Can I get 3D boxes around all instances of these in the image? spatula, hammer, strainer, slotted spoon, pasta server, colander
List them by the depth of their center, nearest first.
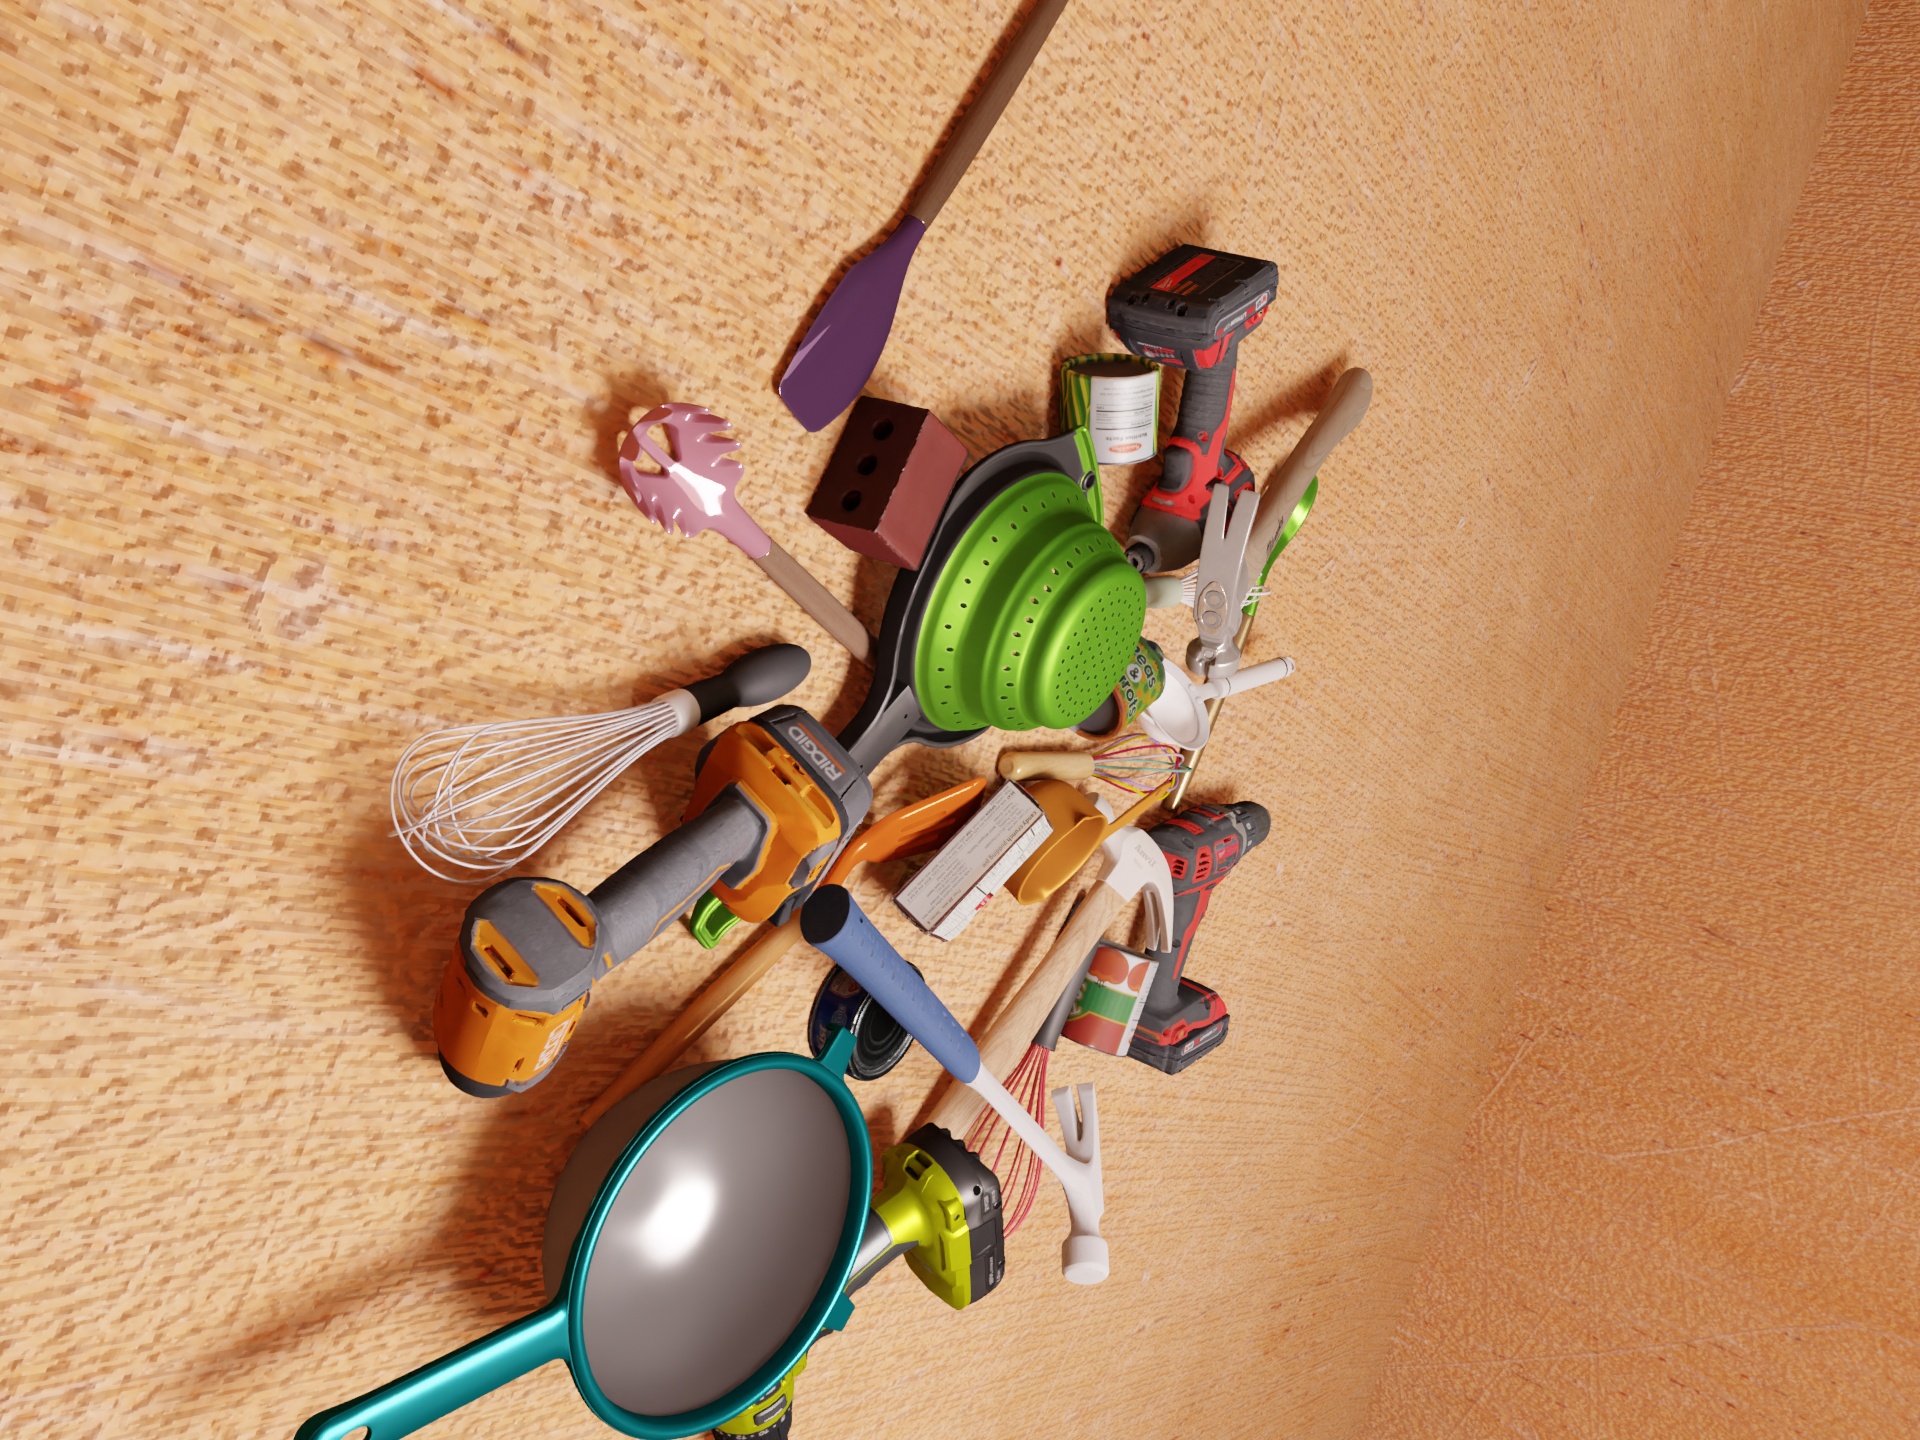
[{"bbox_3d":[-0.196,0.284,0.831,0.340,0.095,0.211,-14,111,-46],"label":"strainer"},{"bbox_3d":[-0.091,-0.078,0.864,0.060,0.040,0.316,-53,147,-5],"label":"pasta server"},{"bbox_3d":[-0.012,-0.295,0.884,0.316,0.018,0.059,-61,148,-12],"label":"spatula"},{"bbox_3d":[-0.002,-0.003,0.951,0.397,0.095,0.204,-49,150,-20],"label":"colander"},{"bbox_3d":[-0.101,0.136,0.959,0.323,0.041,0.081,-43,164,-33],"label":"spatula"},{"bbox_3d":[0.010,0.227,1.048,0.405,0.035,0.144,55,27,-42],"label":"hammer"},{"bbox_3d":[0.053,0.222,1.211,0.130,0.031,0.331,43,73,-21],"label":"hammer"},{"bbox_3d":[0.261,-0.196,1.239,0.411,0.038,0.146,-51,152,-47],"label":"hammer"},{"bbox_3d":[0.207,-0.024,1.313,0.258,0.050,0.087,-16,75,-45],"label":"strainer"},{"bbox_3d":[0.235,-0.068,1.369,0.070,0.031,0.314,19,92,-57],"label":"slotted spoon"}]

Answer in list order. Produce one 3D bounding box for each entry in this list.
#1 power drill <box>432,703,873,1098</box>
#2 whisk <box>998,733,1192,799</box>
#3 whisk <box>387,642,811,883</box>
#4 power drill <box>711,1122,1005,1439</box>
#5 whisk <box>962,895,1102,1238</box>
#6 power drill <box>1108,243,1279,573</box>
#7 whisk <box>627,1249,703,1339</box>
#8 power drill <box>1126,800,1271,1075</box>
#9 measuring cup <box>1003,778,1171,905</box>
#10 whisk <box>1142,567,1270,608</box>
[{"bbox_3d":[-0.160,0.098,0.788,0.226,0.084,0.164,-35,167,-40],"label":"power drill"},{"bbox_3d":[0.107,0.038,1.219,0.244,0.051,0.047,1,111,-53],"label":"whisk"},{"bbox_3d":[-0.164,0.005,0.787,0.284,0.070,0.070,-30,130,-53],"label":"whisk"},{"bbox_3d":[-0.080,0.394,1.073,0.228,0.080,0.190,-26,127,-32],"label":"power drill"},{"bbox_3d":[0.058,0.276,1.258,0.073,0.073,0.296,41,67,-56],"label":"whisk"},{"bbox_3d":[0.161,-0.213,1.138,0.143,0.079,0.219,-41,141,-38],"label":"power drill"},{"bbox_3d":[-0.146,0.307,0.980,0.239,0.055,0.055,-47,141,-40],"label":"whisk"},{"bbox_3d":[0.209,0.180,1.412,0.188,0.080,0.226,-14,117,-53],"label":"power drill"},{"bbox_3d":[0.086,0.068,1.165,0.173,0.052,0.095,-29,152,-39],"label":"measuring cup"},{"bbox_3d":[0.166,-0.100,1.231,0.246,0.058,0.059,-11,124,-49],"label":"whisk"}]
